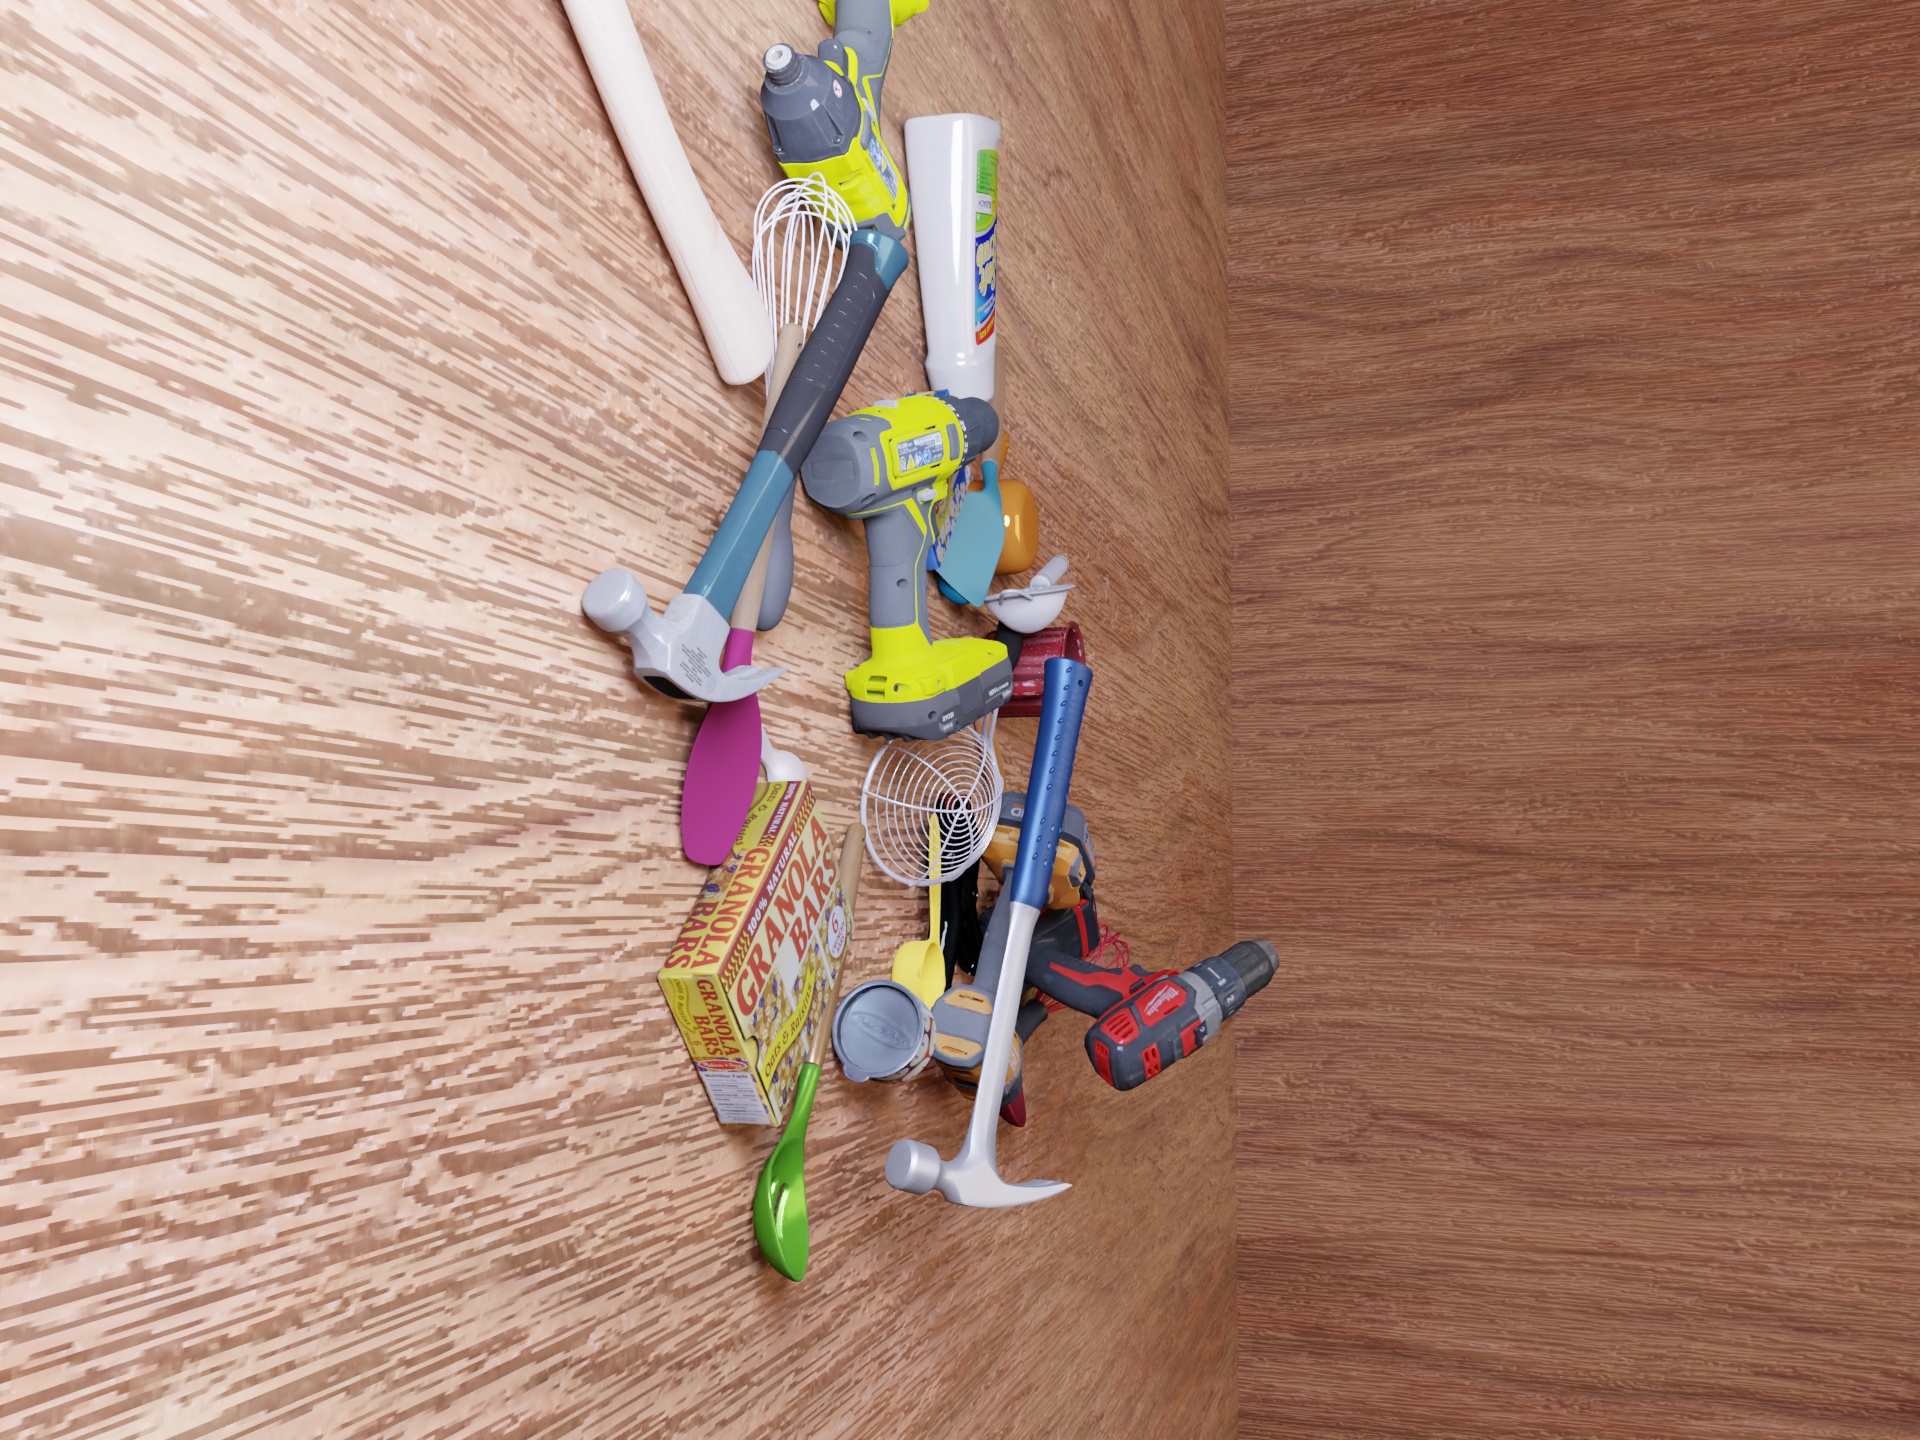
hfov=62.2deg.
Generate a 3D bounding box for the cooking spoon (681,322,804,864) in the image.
[{"bbox_3d":[-0.121,-0.076,0.912,0.068,0.017,0.319,25,72,-62],"label":"cooking spoon"}]

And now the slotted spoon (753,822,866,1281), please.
[{"bbox_3d":[-0.092,0.200,1.023,0.070,0.031,0.314,67,25,-50],"label":"slotted spoon"}]

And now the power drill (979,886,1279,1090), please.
[{"bbox_3d":[0.143,0.210,1.377,0.188,0.227,0.080,-28,124,-25],"label":"power drill"}]

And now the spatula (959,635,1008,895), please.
[{"bbox_3d":[0.043,0.069,1.445,0.081,0.041,0.322,-39,128,-41],"label":"spatula"}]

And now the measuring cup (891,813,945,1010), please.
[{"bbox_3d":[-0.032,0.148,1.222,0.062,0.029,0.157,44,45,-66],"label":"measuring cup"}]

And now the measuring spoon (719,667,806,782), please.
[{"bbox_3d":[-0.118,0.009,0.965,0.124,0.018,0.034,67,28,-49],"label":"measuring spoon"}]

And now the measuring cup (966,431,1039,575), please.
[{"bbox_3d":[0.048,-0.207,1.461,0.095,0.052,0.174,69,28,-47],"label":"measuring cup"}]

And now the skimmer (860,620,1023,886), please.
[{"bbox_3d":[-0.002,-0.004,1.288,0.363,0.090,0.127,-75,144,-60],"label":"skimmer"}]

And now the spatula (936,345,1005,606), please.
[{"bbox_3d":[0.017,-0.234,1.397,0.082,0.044,0.318,42,35,-31],"label":"spatula"}]

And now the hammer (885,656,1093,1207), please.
[{"bbox_3d":[0.049,0.149,1.161,0.144,0.035,0.406,25,67,-33],"label":"hammer"}]

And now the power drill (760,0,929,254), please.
[{"bbox_3d":[-0.077,-0.440,1.024,0.171,0.080,0.223,46,44,-65],"label":"power drill"}]

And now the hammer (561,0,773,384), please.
[{"bbox_3d":[-0.176,-0.330,0.778,0.410,0.038,0.146,70,27,-47],"label":"hammer"}]

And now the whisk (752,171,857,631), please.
[{"bbox_3d":[-0.105,-0.195,0.966,0.070,0.070,0.285,22,73,-71],"label":"whisk"}]

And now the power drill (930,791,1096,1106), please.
[{"bbox_3d":[0.042,0.193,1.268,0.185,0.084,0.226,69,36,-60],"label":"power drill"}]

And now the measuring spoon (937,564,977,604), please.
[{"bbox_3d":[-0.005,-0.147,1.355,0.042,0.021,0.129,39,38,-36],"label":"measuring spoon"}]

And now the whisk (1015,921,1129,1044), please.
[{"bbox_3d":[0.080,0.259,1.463,0.296,0.073,0.073,-32,120,-55],"label":"whisk"}]

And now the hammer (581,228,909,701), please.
[{"bbox_3d":[-0.099,-0.153,0.888,0.128,0.033,0.331,54,48,-46],"label":"hammer"}]

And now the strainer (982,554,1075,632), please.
[{"bbox_3d":[0.072,-0.118,1.422,0.258,0.087,0.050,-50,132,-69],"label":"strainer"}]

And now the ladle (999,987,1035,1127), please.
[{"bbox_3d":[0.064,0.257,1.522,0.316,0.031,0.069,-73,146,-50],"label":"ladle"}]

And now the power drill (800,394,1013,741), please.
[{"bbox_3d":[-0.024,-0.116,1.126,0.190,0.080,0.228,-29,118,-52],"label":"power drill"}]
